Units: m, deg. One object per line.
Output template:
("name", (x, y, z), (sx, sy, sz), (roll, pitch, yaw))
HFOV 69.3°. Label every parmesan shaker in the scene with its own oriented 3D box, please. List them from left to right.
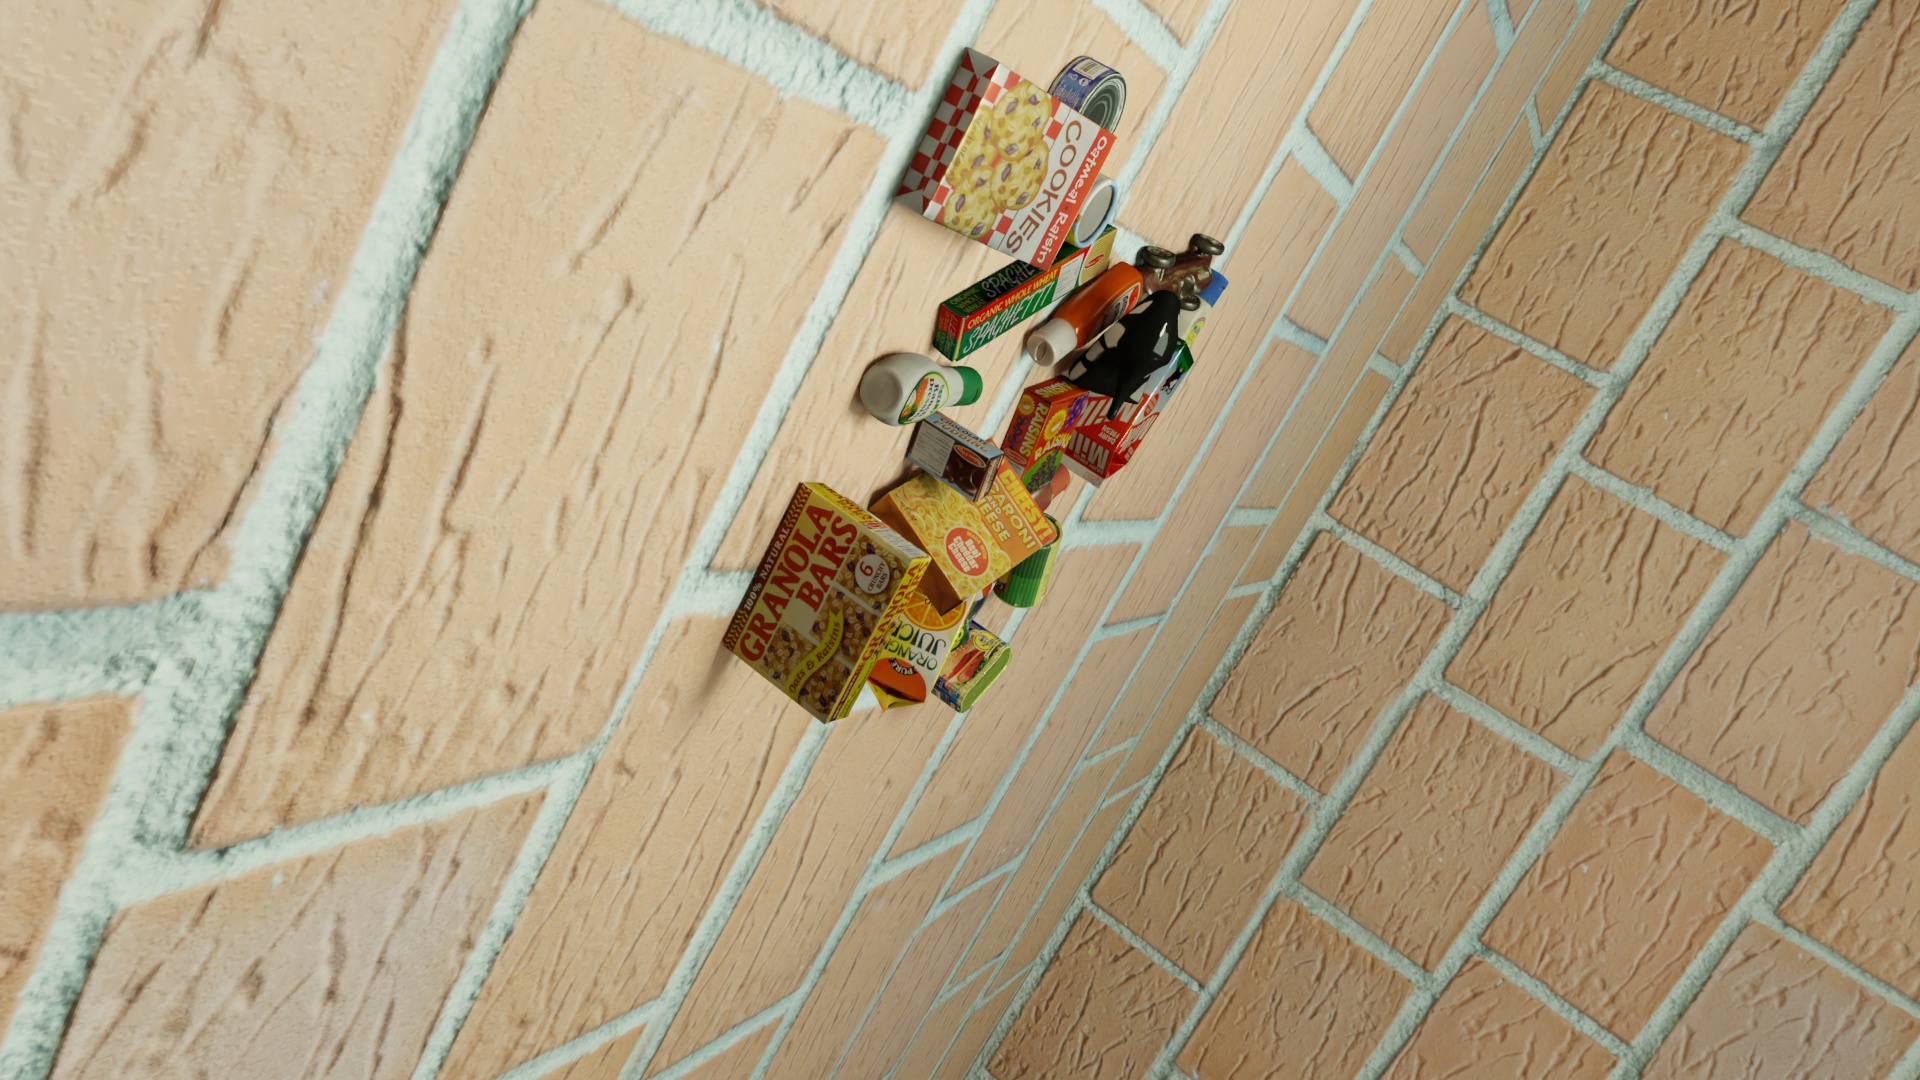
("parmesan shaker", (0.079, 0.020, 1.646), (0.072, 0.071, 0.102), (-38, 152, -40))

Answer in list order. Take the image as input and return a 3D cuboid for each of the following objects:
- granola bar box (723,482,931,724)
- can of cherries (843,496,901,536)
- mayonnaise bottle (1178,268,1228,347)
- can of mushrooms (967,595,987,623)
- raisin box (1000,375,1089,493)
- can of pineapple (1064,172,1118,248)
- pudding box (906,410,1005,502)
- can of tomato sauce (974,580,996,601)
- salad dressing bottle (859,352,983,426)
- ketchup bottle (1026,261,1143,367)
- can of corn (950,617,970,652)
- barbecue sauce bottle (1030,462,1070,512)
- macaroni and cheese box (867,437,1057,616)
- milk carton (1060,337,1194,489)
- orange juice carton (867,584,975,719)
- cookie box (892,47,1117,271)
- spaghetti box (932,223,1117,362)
("granola bar box", (-0.115, 0.052, 1.178), (0.165, 0.124, 0.039), (-62, 159, 15))
("can of cherries", (-0.093, 0.003, 1.237), (0.058, 0.071, 0.071), (-56, 159, -4))
("mayonnaise bottle", (0.268, -0.259, 1.677), (0.148, 0.041, 0.064), (-56, 159, 2))
("can of mushrooms", (0.000, 0.066, 1.582), (0.071, 0.033, 0.070), (-46, 158, -25))
("raisin box", (0.084, -0.111, 1.496), (0.086, 0.040, 0.122), (-24, 142, -53))
("can of pineapple", (0.097, -0.297, 1.219), (0.071, 0.058, 0.070), (-46, 157, -25))
("pudding box", (-0.005, -0.078, 1.284), (0.030, 0.084, 0.049), (-27, 145, -53))
("can of tomato sauce", (0.005, 0.018, 1.477), (0.071, 0.071, 0.082), (-49, 159, -18))
("salad dressing bottle", (-0.030, -0.132, 1.205), (0.148, 0.044, 0.064), (-16, 137, -60))
("ketchup bottle", (0.125, -0.226, 1.408), (0.149, 0.043, 0.064), (-40, 163, -34))
("can of corn", (-0.031, 0.094, 1.500), (0.071, 0.071, 0.058), (-62, 158, 15))
("barbecue sauce bottle", (0.069, -0.040, 1.561), (0.149, 0.044, 0.064), (-40, 166, -38))
("macaroni and cheese box", (0.005, -0.017, 1.343), (0.040, 0.123, 0.167), (-36, 178, 43))
("milk carton", (0.185, -0.156, 1.605), (0.190, 0.072, 0.073), (-56, 160, 0))
("orange juice carton", (-0.040, 0.092, 1.418), (0.072, 0.073, 0.191), (-61, 175, -65))
("cookie box", (0.038, -0.290, 1.079), (0.167, 0.040, 0.122), (9, 114, -53))
("spaghetti box", (0.063, -0.235, 1.279), (0.251, 0.029, 0.049), (-37, 152, -41))
